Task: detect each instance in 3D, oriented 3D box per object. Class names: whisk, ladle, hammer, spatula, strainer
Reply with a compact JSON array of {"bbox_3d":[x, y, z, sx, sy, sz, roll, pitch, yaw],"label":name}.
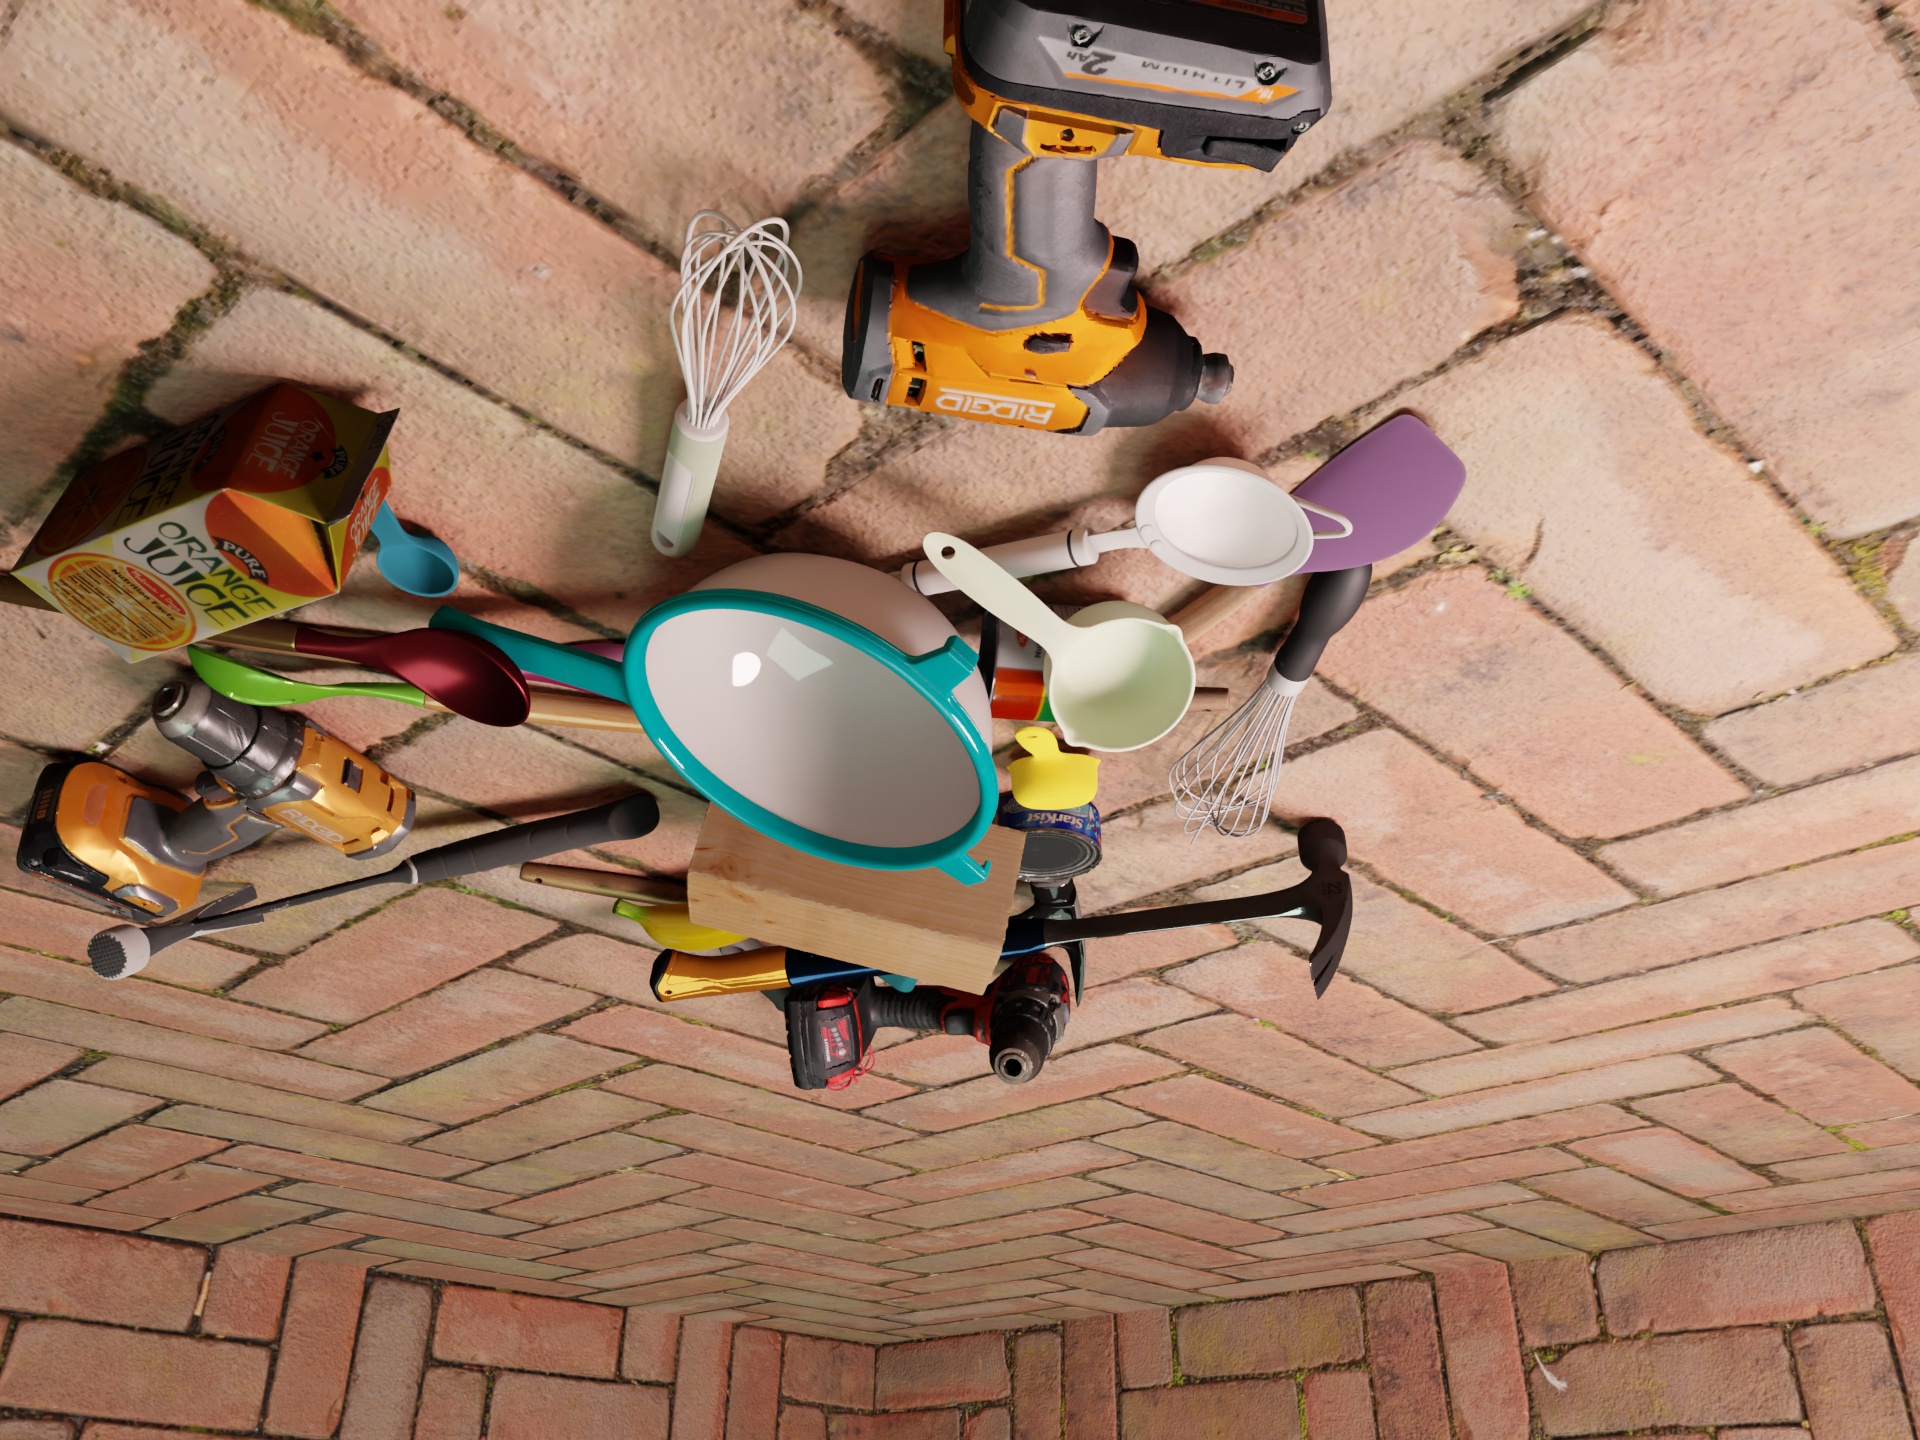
[{"bbox_3d":[-0.114,-0.138,0.709,0.058,0.059,0.246,43,151,4],"label":"whisk"},{"bbox_3d":[0.181,-0.008,0.929,0.070,0.070,0.284,5,146,-7],"label":"whisk"},{"bbox_3d":[-0.146,0.256,1.416,0.073,0.073,0.295,-8,143,16],"label":"whisk"},{"bbox_3d":[-0.385,-0.047,0.866,0.315,0.031,0.069,10,139,0],"label":"ladle"},{"bbox_3d":[-0.404,0.111,1.136,0.409,0.036,0.149,-14,-176,13],"label":"hammer"},{"bbox_3d":[-0.180,0.148,1.228,0.317,0.044,0.082,10,126,-13],"label":"spatula"},{"bbox_3d":[-0.125,-0.036,0.868,0.340,0.095,0.210,16,143,16],"label":"strainer"},{"bbox_3d":[0.070,0.152,1.117,0.405,0.144,0.035,-9,124,14],"label":"hammer"},{"bbox_3d":[0.069,-0.091,0.796,0.258,0.050,0.086,-8,140,28],"label":"strainer"},{"bbox_3d":[-0.072,0.184,1.222,0.337,0.034,0.127,-8,124,6],"label":"hammer"},{"bbox_3d":[0.144,-0.064,0.855,0.059,0.018,0.316,42,141,-9],"label":"spatula"}]

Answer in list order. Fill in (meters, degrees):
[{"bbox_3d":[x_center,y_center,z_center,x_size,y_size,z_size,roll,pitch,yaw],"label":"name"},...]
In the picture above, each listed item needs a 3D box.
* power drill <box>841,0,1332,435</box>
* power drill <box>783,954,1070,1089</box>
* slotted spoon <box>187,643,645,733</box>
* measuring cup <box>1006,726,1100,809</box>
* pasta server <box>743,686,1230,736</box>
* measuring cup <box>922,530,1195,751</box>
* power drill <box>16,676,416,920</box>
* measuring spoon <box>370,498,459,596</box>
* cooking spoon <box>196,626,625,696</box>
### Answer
[{"bbox_3d":[0.052,-0.186,0.587,0.164,0.084,0.226,6,155,-12],"label":"power drill"},{"bbox_3d":[-0.025,0.249,1.294,0.226,0.080,0.188,-4,-170,10],"label":"power drill"},{"bbox_3d":[-0.294,-0.012,0.954,0.313,0.031,0.070,7,179,-16],"label":"slotted spoon"},{"bbox_3d":[0.052,0.031,0.984,0.062,0.029,0.156,-5,168,9],"label":"measuring cup"},{"bbox_3d":[-0.001,-0.003,0.937,0.316,0.040,0.060,-1,168,11],"label":"pasta server"},{"bbox_3d":[0.045,-0.050,0.804,0.167,0.038,0.083,35,108,-21],"label":"measuring cup"},{"bbox_3d":[-0.498,0.049,1.024,0.226,0.084,0.185,-15,147,19],"label":"power drill"},{"bbox_3d":[-0.291,-0.111,0.797,0.042,0.021,0.128,-3,142,15],"label":"measuring spoon"},{"bbox_3d":[-0.296,-0.035,0.926,0.318,0.017,0.068,7,152,-11],"label":"cooking spoon"}]
